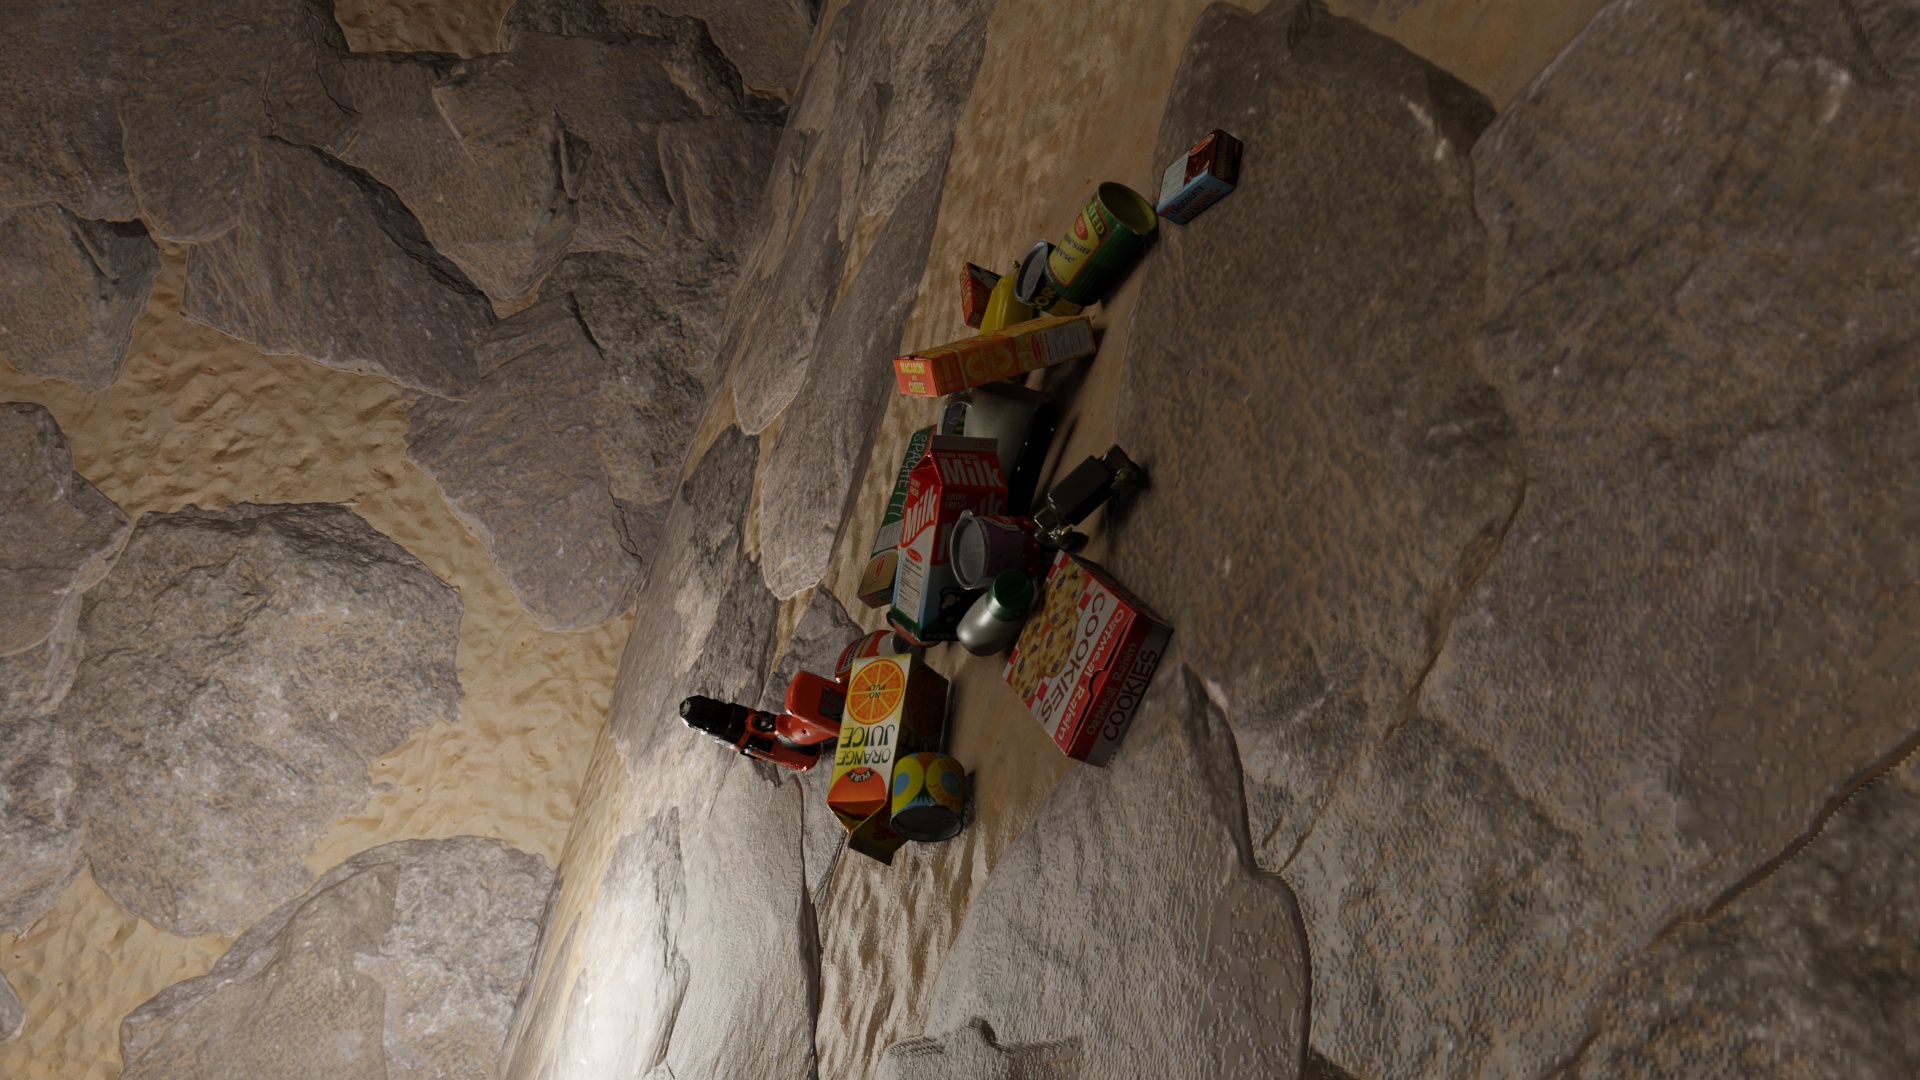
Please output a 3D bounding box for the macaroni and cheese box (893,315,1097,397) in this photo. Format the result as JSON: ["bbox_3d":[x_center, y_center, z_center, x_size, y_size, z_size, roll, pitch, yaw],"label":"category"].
[{"bbox_3d":[0.031,-0.182,1.359,0.124,0.167,0.040,-159,54,-69],"label":"macaroni and cheese box"}]

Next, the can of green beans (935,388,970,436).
[{"bbox_3d":[0.014,-0.126,1.489,0.071,0.058,0.071,-51,28,41],"label":"can of green beans"}]

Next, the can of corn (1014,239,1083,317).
[{"bbox_3d":[0.096,-0.262,1.409,0.070,0.058,0.071,-51,28,41],"label":"can of corn"}]

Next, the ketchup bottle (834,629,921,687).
[{"bbox_3d":[-0.088,0.126,1.533,0.065,0.043,0.148,-60,16,-26],"label":"ketchup bottle"}]

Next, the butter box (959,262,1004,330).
[{"bbox_3d":[0.029,-0.277,1.597,0.024,0.053,0.104,-57,24,36],"label":"butter box"}]

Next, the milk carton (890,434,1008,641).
[{"bbox_3d":[-0.009,-0.005,1.311,0.073,0.072,0.190,30,115,60],"label":"milk carton"}]

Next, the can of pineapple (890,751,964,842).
[{"bbox_3d":[-0.028,0.232,1.259,0.070,0.071,0.058,-50,28,43],"label":"can of pineapple"}]

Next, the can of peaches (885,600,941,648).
[{"bbox_3d":[-0.032,0.067,1.411,0.057,0.071,0.071,-47,31,44],"label":"can of peaches"}]

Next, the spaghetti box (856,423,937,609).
[{"bbox_3d":[-0.056,-0.033,1.539,0.050,0.028,0.251,-18,40,36],"label":"spaghetti box"}]

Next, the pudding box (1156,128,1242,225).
[{"bbox_3d":[0.209,-0.318,1.220,0.083,0.030,0.050,-27,46,61],"label":"pudding box"}]

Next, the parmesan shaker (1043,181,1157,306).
[{"bbox_3d":[0.133,-0.280,1.325,0.102,0.071,0.072,-51,28,41],"label":"parmesan shaker"}]

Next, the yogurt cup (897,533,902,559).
[{"bbox_3d":[-0.024,0.009,1.458,0.054,0.072,0.072,-18,54,55],"label":"yogurt cup"}]

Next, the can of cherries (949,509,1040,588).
[{"bbox_3d":[0.031,0.008,1.249,0.071,0.058,0.071,0,90,62],"label":"can of cherries"}]

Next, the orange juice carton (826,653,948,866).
[{"bbox_3d":[-0.072,0.212,1.341,0.073,0.071,0.193,-9,57,31],"label":"orange juice carton"}]

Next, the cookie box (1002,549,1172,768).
[{"bbox_3d":[0.096,0.090,1.113,0.122,0.040,0.168,-66,21,9],"label":"cookie box"}]

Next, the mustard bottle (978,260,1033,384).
[{"bbox_3d":[0.052,-0.237,1.510,0.065,0.049,0.161,-29,44,60],"label":"mustard bottle"}]

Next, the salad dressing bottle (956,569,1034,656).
[{"bbox_3d":[0.034,0.064,1.226,0.044,0.064,0.147,59,163,11],"label":"salad dressing bottle"}]
